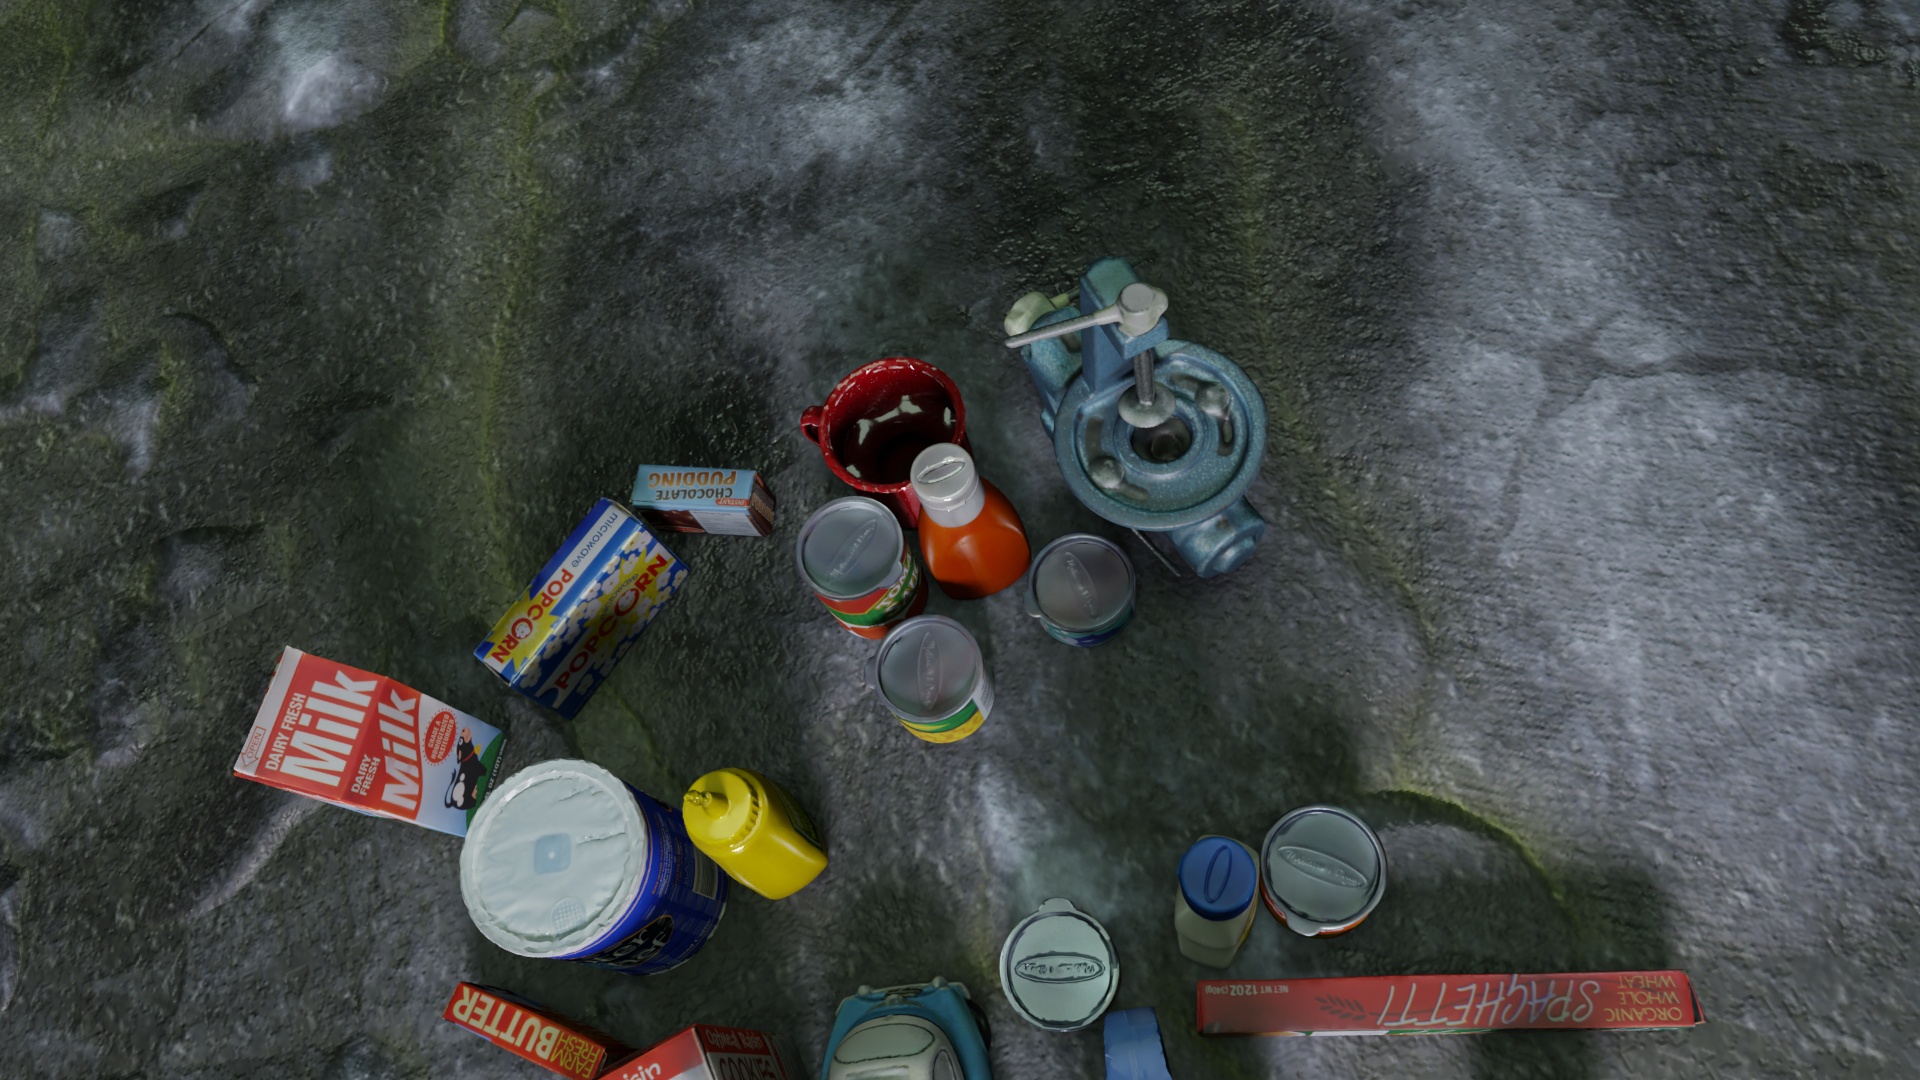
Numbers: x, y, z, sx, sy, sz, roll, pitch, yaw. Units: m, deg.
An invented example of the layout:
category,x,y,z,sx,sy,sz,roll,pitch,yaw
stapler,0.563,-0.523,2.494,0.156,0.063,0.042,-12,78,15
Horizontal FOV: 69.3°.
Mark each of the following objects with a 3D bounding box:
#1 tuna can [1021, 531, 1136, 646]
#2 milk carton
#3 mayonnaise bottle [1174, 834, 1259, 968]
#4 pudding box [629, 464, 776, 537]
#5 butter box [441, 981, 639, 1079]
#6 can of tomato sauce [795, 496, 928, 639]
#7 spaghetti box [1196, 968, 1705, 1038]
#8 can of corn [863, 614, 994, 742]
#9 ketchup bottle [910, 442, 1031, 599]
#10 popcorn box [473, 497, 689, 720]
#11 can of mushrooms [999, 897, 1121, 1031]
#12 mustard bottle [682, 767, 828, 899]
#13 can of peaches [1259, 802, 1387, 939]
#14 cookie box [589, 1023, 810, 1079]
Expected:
category,x,y,z,sx,sy,sz,roll,pitch,yaw
tuna can,0.073,0.032,0.860,0.071,0.032,0.071,-4,68,9
milk carton,-0.350,0.120,0.814,0.073,0.190,0.072,9,71,14
mayonnaise bottle,0.134,0.185,0.724,0.041,0.147,0.065,15,72,16
pudding box,-0.169,-0.026,0.918,0.084,0.049,0.030,3,69,11
butter box,-0.241,0.286,0.802,0.103,0.053,0.024,17,73,16
can of tomato sauce,-0.057,0.019,0.861,0.071,0.083,0.071,-4,68,9
spaghetti box,0.250,0.245,0.732,0.250,0.050,0.029,-4,68,9
can of corn,-0.018,0.085,0.841,0.071,0.058,0.071,-4,68,9
ketchup bottle,0.003,-0.010,0.826,0.065,0.148,0.043,-23,66,1
popcorn box,-0.237,0.044,0.882,0.038,0.085,0.127,32,77,20
can of mushrooms,0.057,0.238,0.779,0.071,0.033,0.071,-4,68,9
mustard bottle,-0.118,0.158,0.774,0.049,0.159,0.065,-36,67,-5
can of peaches,0.196,0.184,0.762,0.071,0.058,0.071,-4,68,9
cookie box,-0.158,0.299,0.719,0.123,0.167,0.040,-29,67,-2
